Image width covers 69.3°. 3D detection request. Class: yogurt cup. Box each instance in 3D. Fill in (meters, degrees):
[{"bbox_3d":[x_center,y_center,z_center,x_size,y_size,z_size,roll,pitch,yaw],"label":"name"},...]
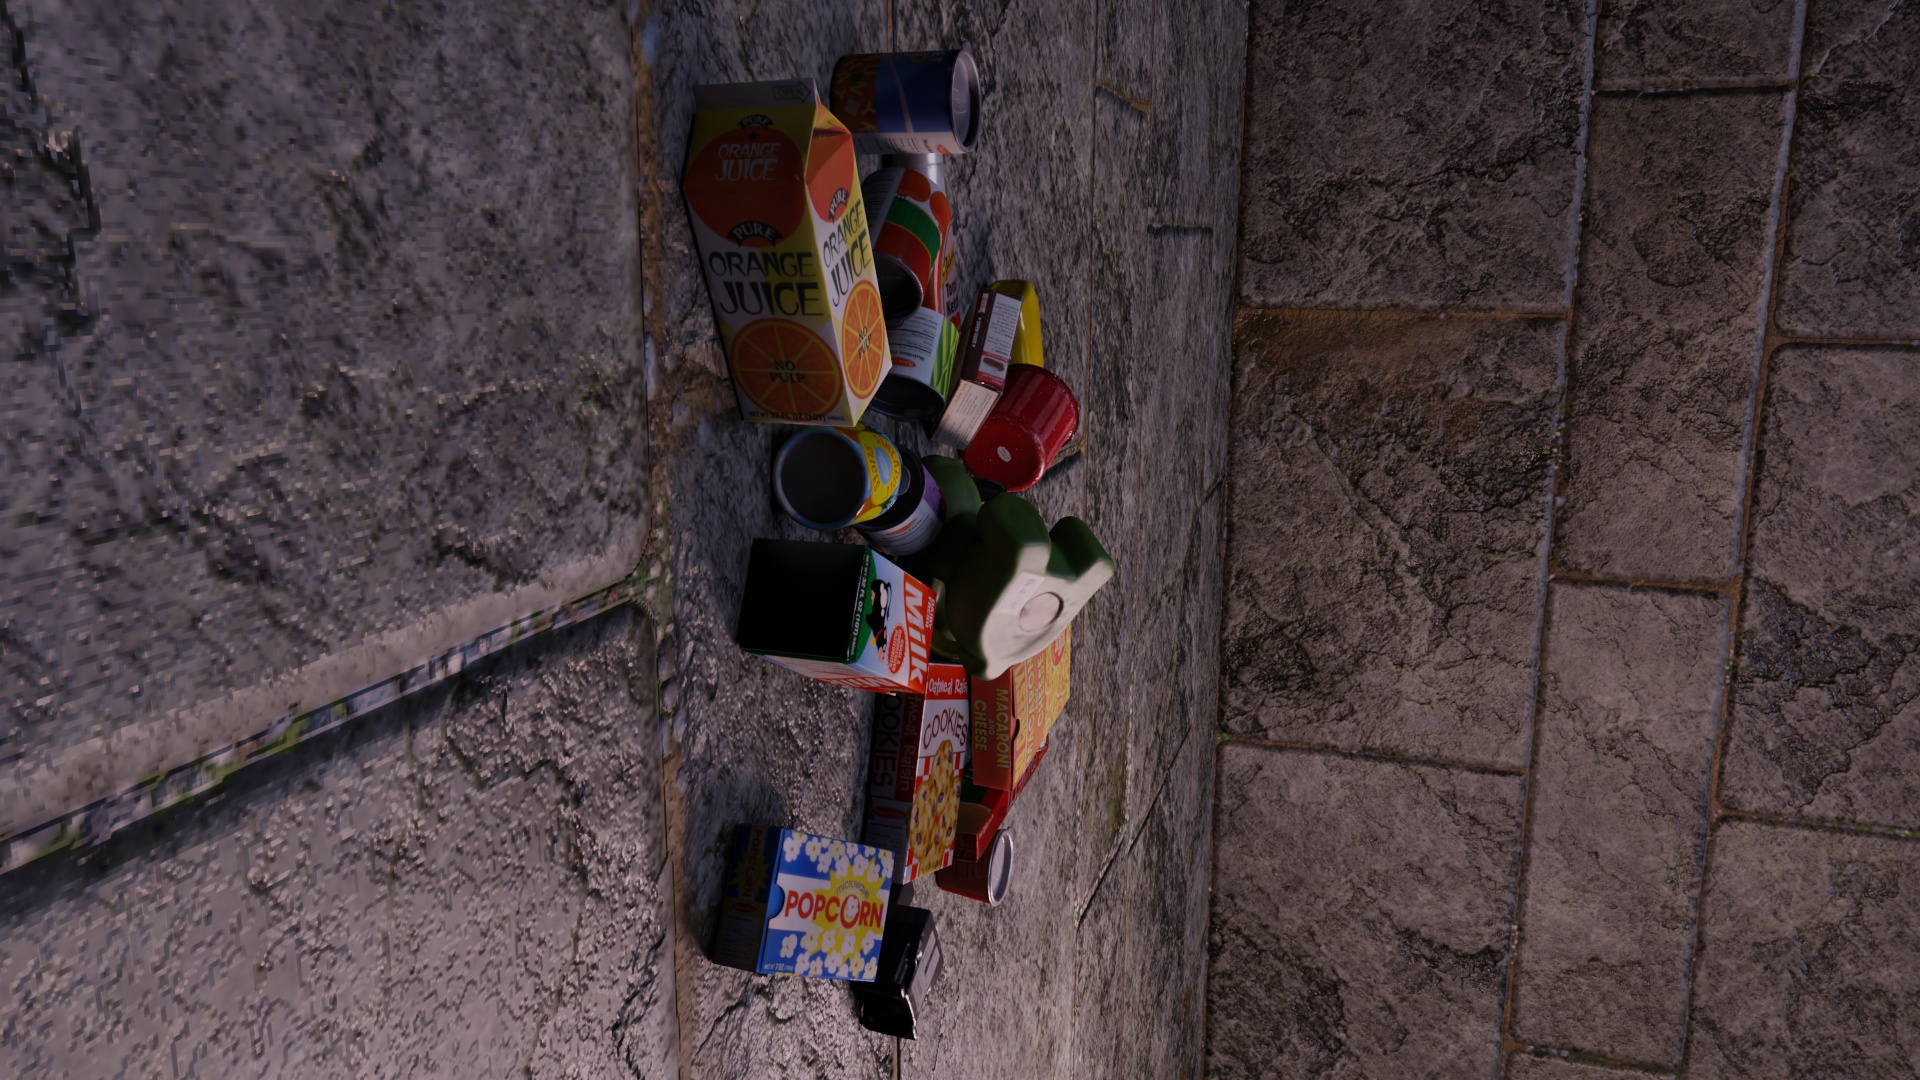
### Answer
[{"bbox_3d":[0.012,0.289,1.243,0.072,0.054,0.072,3,91,-72],"label":"yogurt cup"}]

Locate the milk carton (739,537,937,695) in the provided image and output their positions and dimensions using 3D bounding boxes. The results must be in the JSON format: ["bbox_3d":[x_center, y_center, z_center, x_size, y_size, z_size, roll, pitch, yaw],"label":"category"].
[{"bbox_3d":[-0.068,0.055,0.909,0.190,0.073,0.072,42,54,-68],"label":"milk carton"}]

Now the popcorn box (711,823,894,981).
[{"bbox_3d":[-0.095,0.229,0.874,0.126,0.038,0.085,31,64,-54],"label":"popcorn box"}]

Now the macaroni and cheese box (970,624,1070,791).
[{"bbox_3d":[0.056,0.123,1.221,0.167,0.040,0.123,-48,142,-58],"label":"macaroni and cheese box"}]

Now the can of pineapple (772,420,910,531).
[{"bbox_3d":[-0.075,-0.042,0.873,0.058,0.071,0.071,-22,115,-70],"label":"can of pineapple"}]

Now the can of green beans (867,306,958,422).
[{"bbox_3d":[-0.038,-0.125,0.976,0.071,0.071,0.058,58,39,-62],"label":"can of green beans"}]

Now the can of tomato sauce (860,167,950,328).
[{"bbox_3d":[-0.046,-0.197,0.932,0.071,0.071,0.083,71,28,-51],"label":"can of tomato sauce"}]

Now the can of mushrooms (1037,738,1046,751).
[{"bbox_3d":[0.047,0.177,1.310,0.071,0.071,0.033,-22,114,-71],"label":"can of mushrooms"}]

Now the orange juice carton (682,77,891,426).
[{"bbox_3d":[-0.096,-0.163,0.777,0.073,0.072,0.191,-66,154,-49],"label":"orange juice carton"}]

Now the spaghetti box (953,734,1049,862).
[{"bbox_3d":[0.029,0.225,1.288,0.251,0.050,0.028,-41,133,-66],"label":"spaghetti box"}]

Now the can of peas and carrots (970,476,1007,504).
[{"bbox_3d":[0.004,-0.014,1.137,0.071,0.071,0.058,-48,140,-62],"label":"can of peas and carrots"}]

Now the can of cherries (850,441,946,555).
[{"bbox_3d":[-0.049,-0.031,0.967,0.058,0.071,0.071,49,47,-66],"label":"can of cherries"}]

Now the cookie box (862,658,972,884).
[{"bbox_3d":[-0.033,0.178,1.103,0.123,0.040,0.167,21,75,-72],"label":"cookie box"}]

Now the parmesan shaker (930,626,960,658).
[{"bbox_3d":[0.005,0.048,1.156,0.103,0.071,0.071,-50,140,-63],"label":"parmesan shaker"}]

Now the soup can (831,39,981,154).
[{"bbox_3d":[-0.035,-0.293,0.921,0.071,0.084,0.071,3,91,-73],"label":"soup can"}]

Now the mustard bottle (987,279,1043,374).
[{"bbox_3d":[0.050,-0.157,1.271,0.066,0.049,0.159,-64,152,-51],"label":"mustard bottle"}]

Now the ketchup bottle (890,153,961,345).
[{"bbox_3d":[-0.027,-0.215,1.029,0.065,0.043,0.148,-65,153,-62],"label":"ketchup bottle"}]
